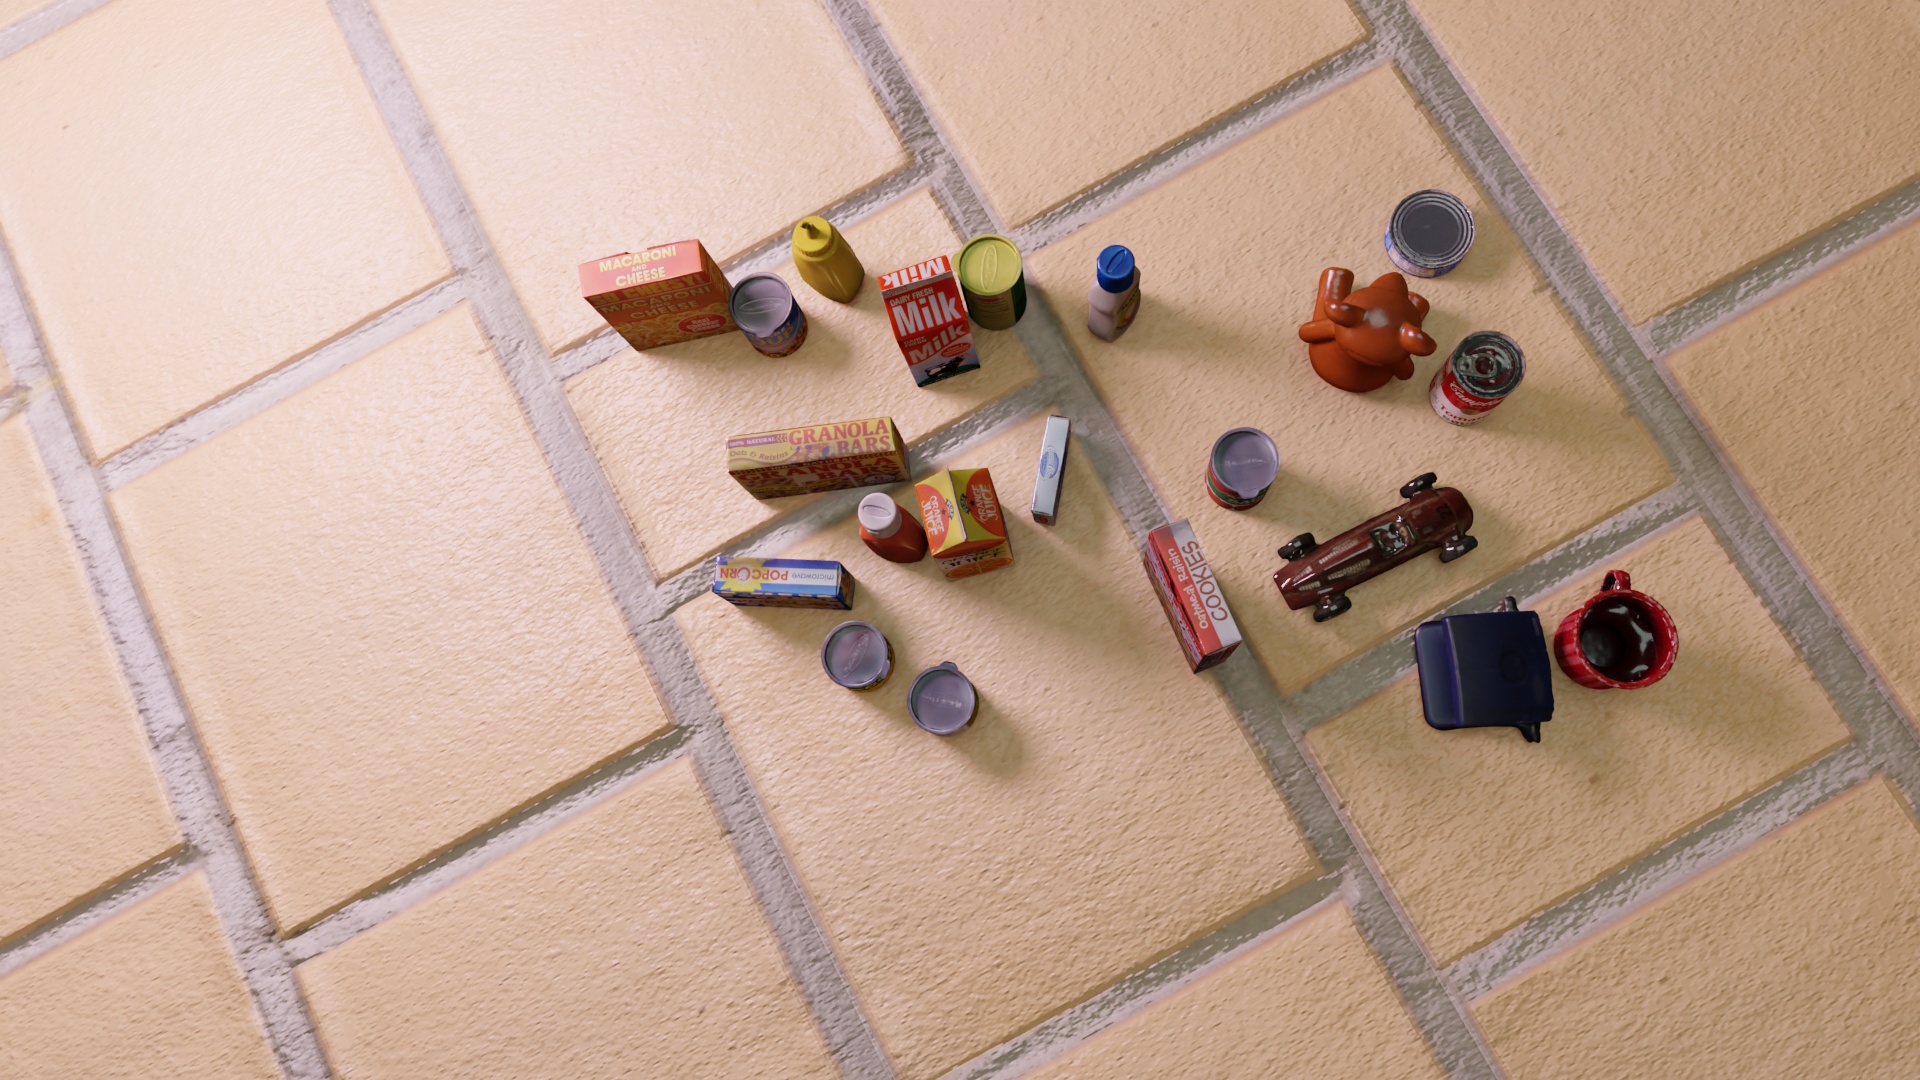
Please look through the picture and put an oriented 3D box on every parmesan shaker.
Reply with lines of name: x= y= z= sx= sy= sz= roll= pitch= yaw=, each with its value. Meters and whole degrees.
parmesan shaker: x=0.030 y=-0.264 z=1.424 sx=0.071 sy=0.103 sz=0.071 roll=-1 pitch=79 yaw=5

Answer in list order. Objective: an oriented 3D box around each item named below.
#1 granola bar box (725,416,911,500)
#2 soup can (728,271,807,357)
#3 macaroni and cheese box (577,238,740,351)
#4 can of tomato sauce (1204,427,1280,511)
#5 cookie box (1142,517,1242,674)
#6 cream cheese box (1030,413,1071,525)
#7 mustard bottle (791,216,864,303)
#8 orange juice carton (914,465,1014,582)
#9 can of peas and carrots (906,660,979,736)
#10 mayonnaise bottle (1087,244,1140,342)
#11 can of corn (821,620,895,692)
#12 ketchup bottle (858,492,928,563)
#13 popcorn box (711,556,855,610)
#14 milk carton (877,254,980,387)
granola bar box: x=-0.139 y=-0.082 z=1.391 sx=0.165 sy=0.124 sz=0.039 roll=-7 pitch=78 yaw=4
soup can: x=-0.199 y=-0.231 z=1.448 sx=0.071 sy=0.083 sz=0.071 roll=-1 pitch=79 yaw=5
macaroni and cheese box: x=-0.302 y=-0.249 z=1.419 sx=0.124 sy=0.166 sz=0.040 roll=-12 pitch=78 yaw=3
can of tomato sauce: x=0.277 y=-0.067 z=1.370 sx=0.071 sy=0.083 sz=0.071 roll=-1 pitch=79 yaw=5
cookie box: x=0.215 y=0.056 z=1.307 sx=0.040 sy=0.167 sz=0.123 roll=-23 pitch=78 yaw=1
cream cheese box: x=0.092 y=-0.071 z=1.403 sx=0.024 sy=0.053 sz=0.104 roll=9 pitch=79 yaw=7
mustard bottle: x=-0.140 y=-0.292 z=1.416 sx=0.065 sy=0.160 sz=0.049 roll=27 pitch=83 yaw=10
orange juice carton: x=0.005 y=-0.017 z=1.329 sx=0.073 sy=0.192 sz=0.072 roll=-14 pitch=78 yaw=3
can of peas and carrots: x=-0.016 y=0.156 z=1.363 sx=0.071 sy=0.058 sz=0.071 roll=-1 pitch=78 yaw=5
mayonnaise bottle: x=0.154 y=-0.249 z=1.386 sx=0.041 sy=0.148 sz=0.065 roll=34 pitch=84 yaw=11
can of corn: x=-0.098 y=0.118 z=1.379 sx=0.071 sy=0.058 sz=0.071 roll=-1 pitch=78 yaw=5
ketchup bottle: x=-0.070 y=-0.012 z=1.357 sx=0.065 sy=0.148 sz=0.043 roll=13 pitch=80 yaw=8
popcorn box: x=-0.175 y=0.044 z=1.388 sx=0.127 sy=0.085 sz=0.038 roll=2 pitch=79 yaw=6
milk carton: x=-0.032 y=-0.221 z=1.376 sx=0.072 sy=0.190 sz=0.073 roll=-18 pitch=78 yaw=2
